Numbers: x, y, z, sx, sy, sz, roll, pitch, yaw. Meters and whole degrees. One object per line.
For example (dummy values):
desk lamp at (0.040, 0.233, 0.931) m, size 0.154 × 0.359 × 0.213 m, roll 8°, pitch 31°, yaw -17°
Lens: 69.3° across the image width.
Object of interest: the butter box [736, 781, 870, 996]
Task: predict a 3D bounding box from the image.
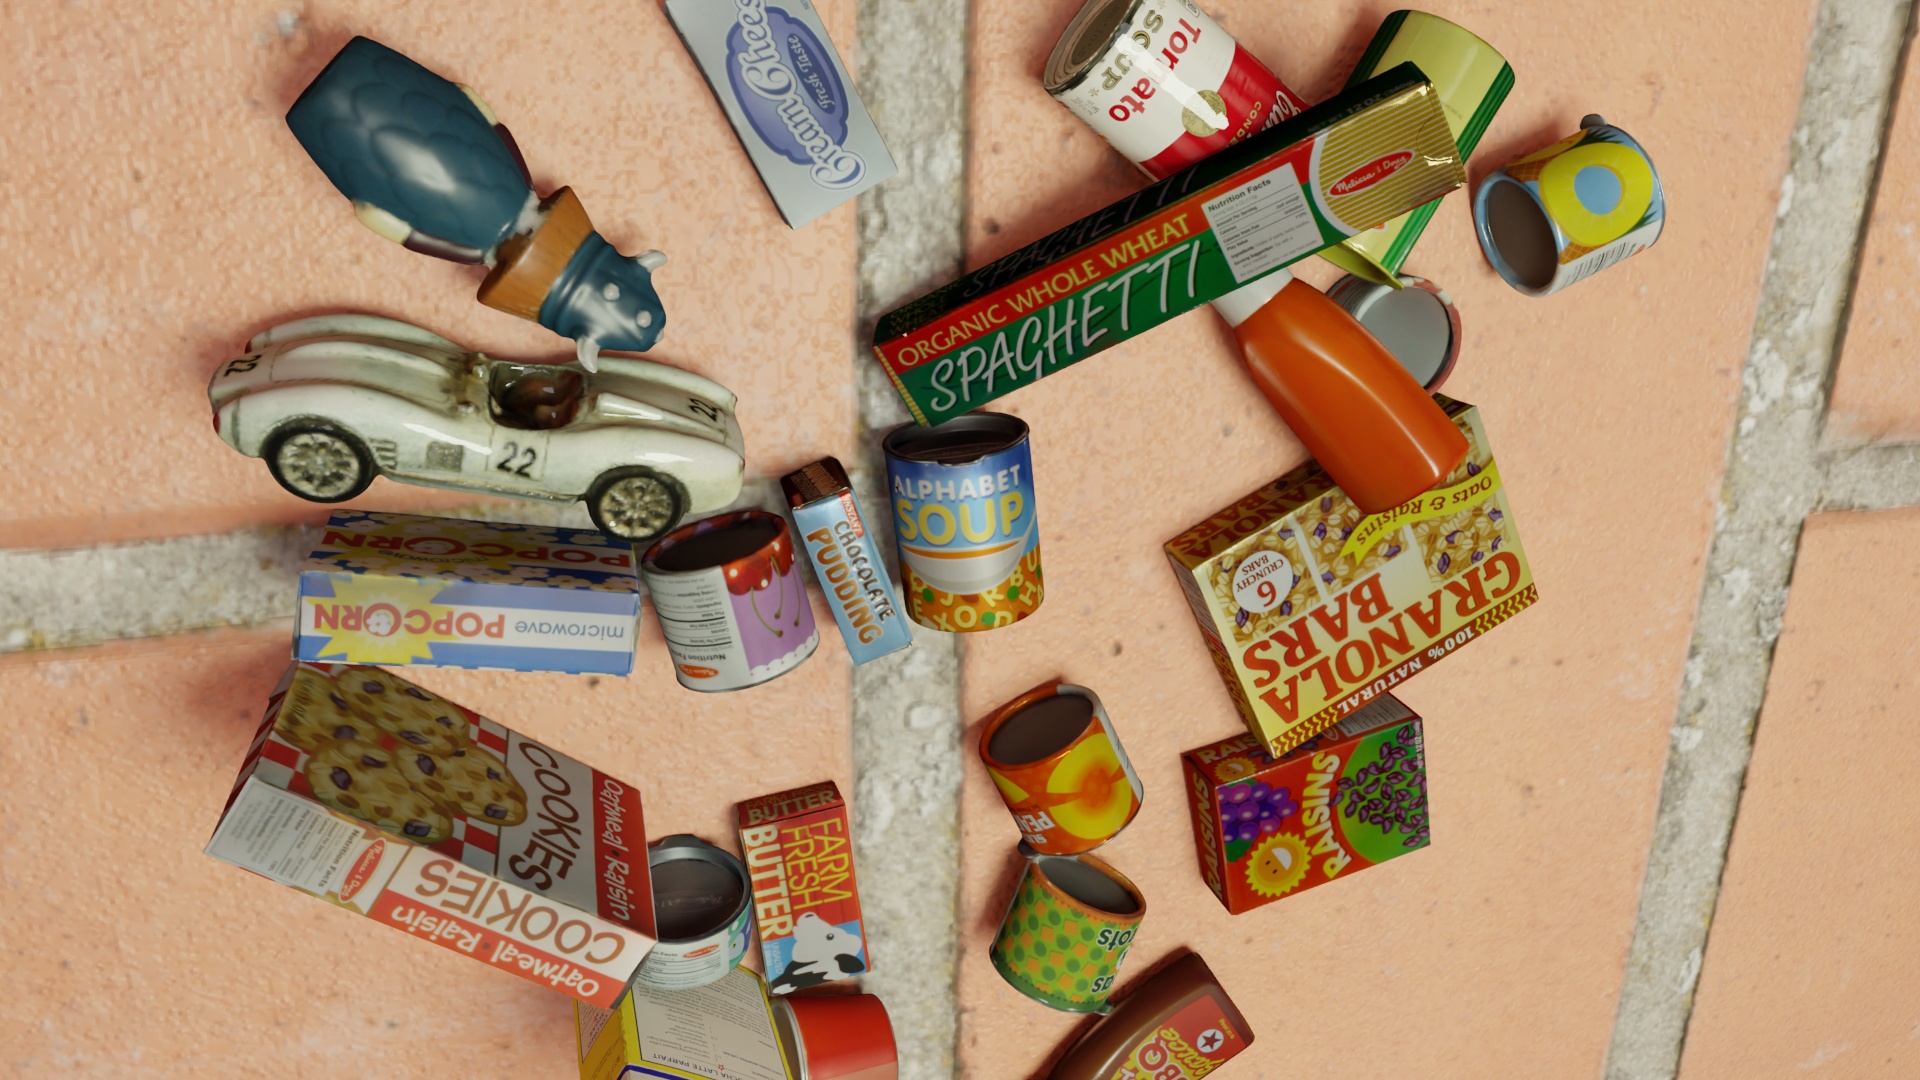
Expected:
butter box at (-0.078, 0.175, 0.693) m, size 0.053 × 0.024 × 0.103 m, roll -11°, pitch 111°, yaw -12°

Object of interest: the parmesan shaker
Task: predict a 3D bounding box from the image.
parmesan shaker at (0.197, -0.176, 0.630) m, size 0.071 × 0.071 × 0.103 m, roll 28°, pitch 98°, yaw -23°

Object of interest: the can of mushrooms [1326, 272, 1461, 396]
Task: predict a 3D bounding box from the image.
can of mushrooms at (0.210, -0.098, 0.680) m, size 0.071 × 0.033 × 0.070 m, roll -5°, pitch 109°, yaw -15°

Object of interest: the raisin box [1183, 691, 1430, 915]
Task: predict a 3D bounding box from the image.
raisin box at (0.189, 0.141, 0.753) m, size 0.123 × 0.040 × 0.085 m, roll -16°, pitch 113°, yaw -12°

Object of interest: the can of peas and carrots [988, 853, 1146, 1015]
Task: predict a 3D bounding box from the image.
can of peas and carrots at (0.058, 0.201, 0.718) m, size 0.071 × 0.071 × 0.058 m, roll 17°, pitch 103°, yaw -21°

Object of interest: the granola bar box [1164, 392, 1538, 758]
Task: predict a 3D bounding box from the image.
granola bar box at (0.203, 0.017, 0.714) m, size 0.166 × 0.039 × 0.124 m, roll -30°, pitch 113°, yaw -5°

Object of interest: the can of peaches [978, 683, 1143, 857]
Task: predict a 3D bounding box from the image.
can of peaches at (0.048, 0.114, 0.686) m, size 0.071 × 0.071 × 0.058 m, roll -28°, pitch 114°, yaw -5°

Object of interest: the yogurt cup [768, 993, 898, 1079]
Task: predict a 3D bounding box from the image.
yogurt cup at (-0.066, 0.263, 0.707) m, size 0.054 × 0.072 × 0.072 m, roll -2°, pitch 109°, yaw -24°

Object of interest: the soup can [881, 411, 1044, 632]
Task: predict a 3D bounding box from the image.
soup can at (0.002, -0.008, 0.628) m, size 0.071 × 0.071 × 0.083 m, roll -12°, pitch 112°, yaw -12°

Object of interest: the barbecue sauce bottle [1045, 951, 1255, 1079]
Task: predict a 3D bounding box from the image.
barbecue sauce bottle at (0.088, 0.295, 0.774) m, size 0.148 × 0.044 × 0.064 m, roll -34°, pitch 115°, yaw -2°

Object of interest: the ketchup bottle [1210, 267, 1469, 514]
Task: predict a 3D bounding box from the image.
ketchup bottle at (0.163, -0.081, 0.640) m, size 0.044 × 0.064 × 0.149 m, roll -42°, pitch 92°, yaw -26°

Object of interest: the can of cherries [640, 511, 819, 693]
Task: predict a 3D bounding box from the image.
can of cherries at (-0.100, 0.025, 0.615) m, size 0.071 × 0.071 × 0.058 m, roll -17°, pitch 112°, yaw -10°

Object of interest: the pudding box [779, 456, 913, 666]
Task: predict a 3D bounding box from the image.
pudding box at (-0.052, 0.009, 0.630) m, size 0.030 × 0.050 × 0.083 m, roll -23°, pitch 113°, yaw -6°

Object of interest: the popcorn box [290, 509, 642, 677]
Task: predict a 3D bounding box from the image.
popcorn box at (-0.198, 0.021, 0.571) m, size 0.127 × 0.085 × 0.038 m, roll 5°, pitch 106°, yaw -17°

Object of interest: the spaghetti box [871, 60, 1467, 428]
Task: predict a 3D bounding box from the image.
spaghetti box at (0.081, -0.120, 0.585) m, size 0.250 × 0.029 × 0.050 m, roll -23°, pitch 123°, yaw 16°

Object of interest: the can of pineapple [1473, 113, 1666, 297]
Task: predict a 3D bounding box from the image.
can of pineapple at (0.289, -0.159, 0.665) m, size 0.058 × 0.071 × 0.070 m, roll -26°, pitch 114°, yaw -6°

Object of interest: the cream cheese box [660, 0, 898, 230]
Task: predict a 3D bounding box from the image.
cream cheese box at (-0.073, -0.185, 0.570) m, size 0.053 × 0.024 × 0.103 m, roll -31°, pitch 114°, yaw -3°

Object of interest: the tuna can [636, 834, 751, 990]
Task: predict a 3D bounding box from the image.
tuna can at (-0.132, 0.175, 0.655) m, size 0.071 × 0.071 × 0.032 m, roll -4°, pitch 121°, yaw -15°

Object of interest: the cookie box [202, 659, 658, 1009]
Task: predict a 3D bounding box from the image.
cookie box at (-0.211, 0.117, 0.579) m, size 0.167 × 0.123 × 0.040 m, roll 32°, pitch 99°, yaw -24°
